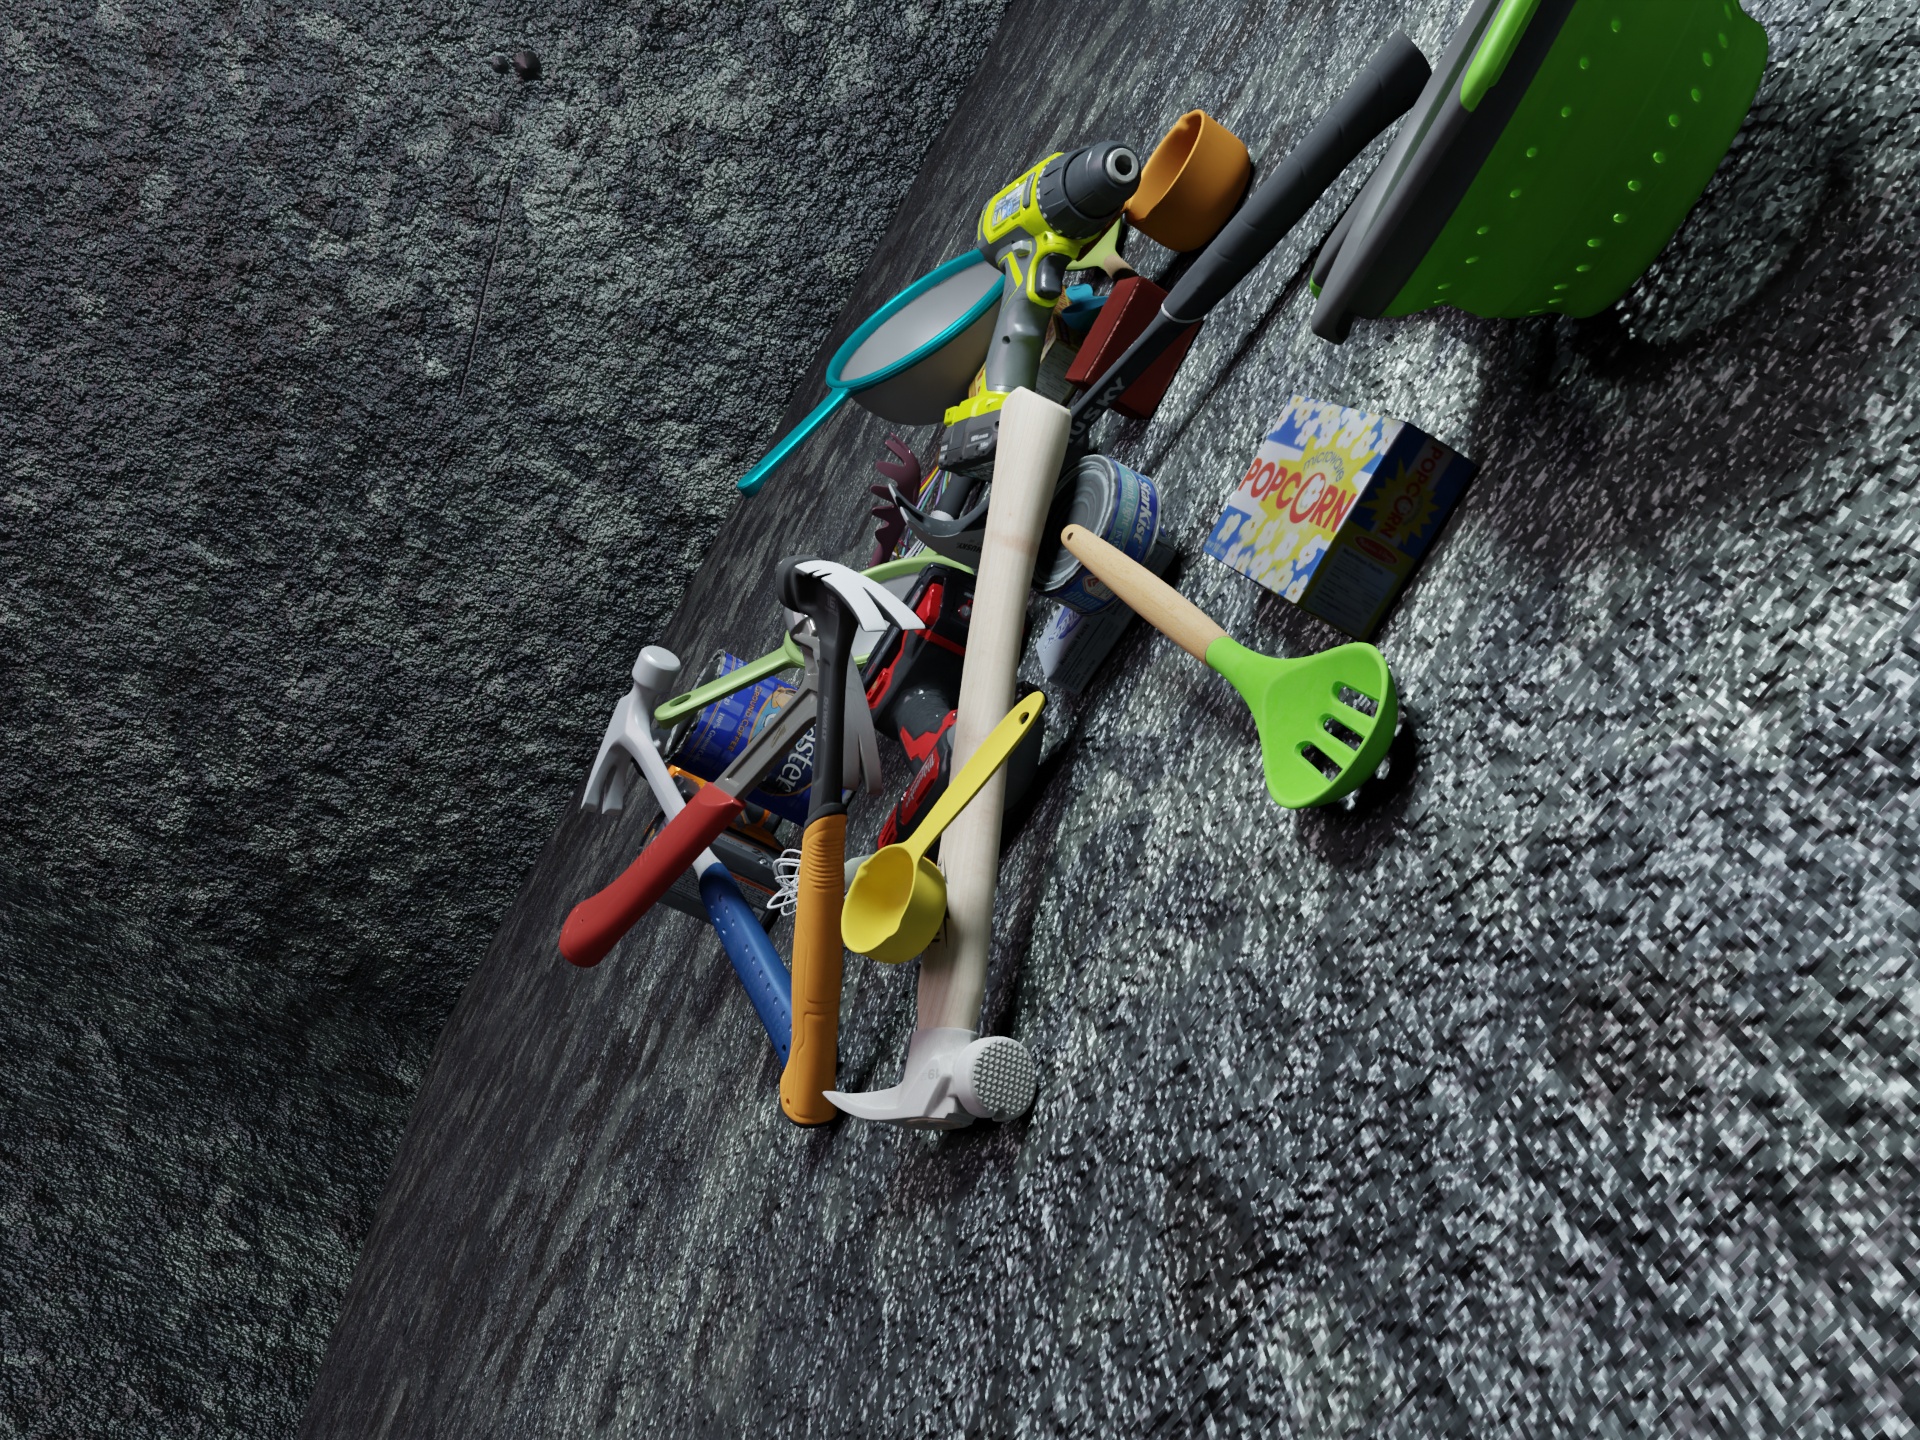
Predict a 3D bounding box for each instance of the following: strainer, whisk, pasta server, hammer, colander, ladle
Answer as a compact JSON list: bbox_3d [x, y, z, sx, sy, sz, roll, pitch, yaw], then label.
[{"bbox_3d":[-0.098,-0.035,1.183,0.256,0.069,0.152,-25,29,-3],"label":"strainer"},{"bbox_3d":[-0.030,-0.135,1.318,0.070,0.070,0.285,-30,31,62],"label":"whisk"},{"bbox_3d":[-0.075,0.107,1.086,0.059,0.058,0.246,-37,8,-27],"label":"whisk"},{"bbox_3d":[-0.056,-0.294,1.447,0.340,0.095,0.211,-46,28,-14],"label":"strainer"},{"bbox_3d":[-0.092,-0.096,1.368,0.060,0.040,0.316,-74,5,-61],"label":"pasta server"},{"bbox_3d":[-0.175,0.077,1.075,0.359,0.036,0.149,-44,48,35],"label":"hammer"},{"bbox_3d":[-0.019,-0.222,1.434,0.051,0.047,0.245,-46,20,47],"label":"whisk"},{"bbox_3d":[-0.183,0.109,1.135,0.144,0.035,0.406,-61,40,20],"label":"hammer"},{"bbox_3d":[-0.074,0.082,0.902,0.127,0.034,0.336,32,122,56],"label":"hammer"},{"bbox_3d":[0.007,0.008,0.847,0.146,0.038,0.411,-24,51,53],"label":"hammer"},{"bbox_3d":[0.116,-0.231,0.939,0.409,0.149,0.036,-45,58,31],"label":"hammer"},{"bbox_3d":[0.219,-0.215,0.651,0.204,0.094,0.397,-62,-2,3],"label":"colander"},{"bbox_3d":[0.113,-0.352,1.213,0.078,0.062,0.320,-42,25,14],"label":"ladle"}]

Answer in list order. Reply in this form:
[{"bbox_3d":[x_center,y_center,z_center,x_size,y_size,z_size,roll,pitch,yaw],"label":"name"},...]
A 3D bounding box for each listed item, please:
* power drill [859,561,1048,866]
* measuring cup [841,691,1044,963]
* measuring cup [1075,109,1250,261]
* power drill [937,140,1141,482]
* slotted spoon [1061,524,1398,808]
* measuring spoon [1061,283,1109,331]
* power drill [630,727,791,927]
[{"bbox_3d":[-0.002,-0.003,0.985,0.143,0.078,0.220,-57,21,24],"label":"power drill"},{"bbox_3d":[-0.001,0.053,0.773,0.156,0.029,0.062,-52,31,8],"label":"measuring cup"},{"bbox_3d":[0.142,-0.359,1.133,0.173,0.052,0.095,-27,39,63],"label":"measuring cup"},{"bbox_3d":[0.059,-0.288,1.129,0.190,0.080,0.228,-174,94,-68],"label":"power drill"},{"bbox_3d":[0.107,-0.041,0.710,0.070,0.031,0.314,-59,27,11],"label":"slotted spoon"},{"bbox_3d":[0.100,-0.331,1.274,0.042,0.021,0.129,-15,23,5],"label":"measuring spoon"},{"bbox_3d":[-0.228,0.082,1.382,0.084,0.164,0.227,-58,19,16],"label":"power drill"}]
